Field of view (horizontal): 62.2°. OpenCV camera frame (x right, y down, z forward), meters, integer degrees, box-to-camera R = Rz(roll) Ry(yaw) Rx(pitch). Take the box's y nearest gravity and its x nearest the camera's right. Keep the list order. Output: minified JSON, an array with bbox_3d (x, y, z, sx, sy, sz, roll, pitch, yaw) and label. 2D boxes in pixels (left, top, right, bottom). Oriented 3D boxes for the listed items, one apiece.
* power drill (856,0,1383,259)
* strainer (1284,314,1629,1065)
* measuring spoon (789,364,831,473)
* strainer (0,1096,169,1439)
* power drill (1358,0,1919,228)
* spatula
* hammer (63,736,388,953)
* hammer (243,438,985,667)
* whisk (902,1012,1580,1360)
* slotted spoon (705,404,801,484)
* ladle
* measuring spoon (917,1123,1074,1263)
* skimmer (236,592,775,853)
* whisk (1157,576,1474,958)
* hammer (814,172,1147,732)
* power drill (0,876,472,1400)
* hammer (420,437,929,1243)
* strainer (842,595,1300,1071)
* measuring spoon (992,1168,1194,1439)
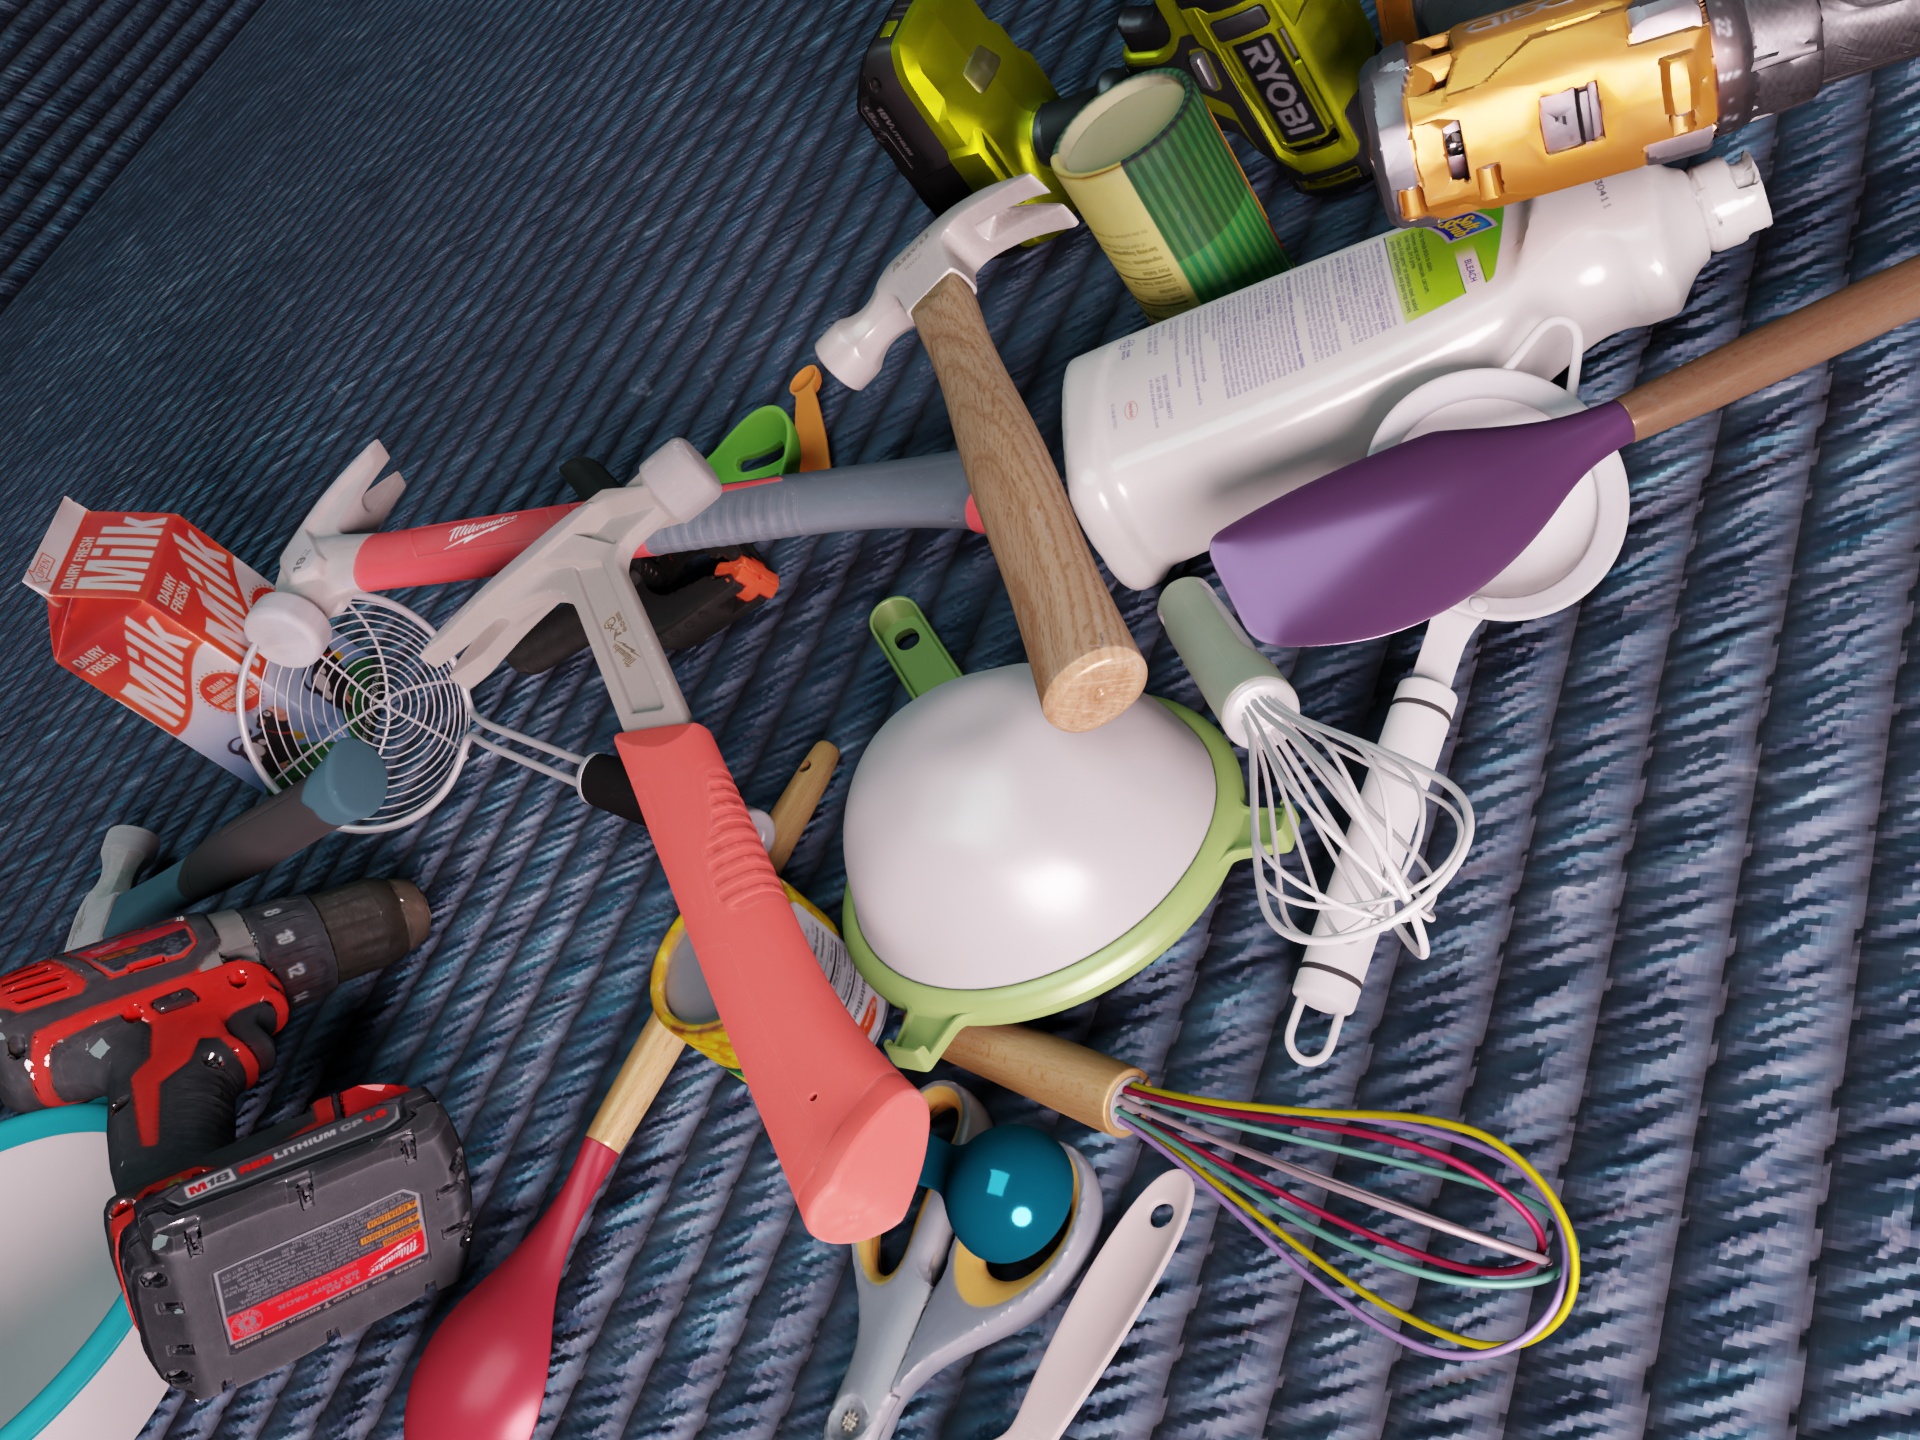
[{"bbox_3d":[0.068,-0.300,0.719,0.223,0.171,0.080,-2,55,42],"label":"power drill"},{"bbox_3d":[0.148,-0.013,0.506,0.087,0.050,0.258,22,73,4],"label":"strainer"},{"bbox_3d":[-0.075,-0.145,0.826,0.021,0.011,0.117,-31,45,22],"label":"measuring spoon"},{"bbox_3d":[-0.382,0.231,0.703,0.211,0.095,0.341,-3,35,23],"label":"strainer"},{"bbox_3d":[0.238,-0.261,0.573,0.185,0.084,0.226,-11,34,21],"label":"power drill"},{"bbox_3d":[0.229,-0.101,0.490,0.316,0.018,0.060,-25,66,4],"label":"spatula"},{"bbox_3d":[-0.389,0.076,0.824,0.331,0.033,0.128,-24,50,39],"label":"hammer"},{"bbox_3d":[-0.147,-0.102,0.751,0.386,0.038,0.143,-5,45,17],"label":"hammer"},{"bbox_3d":[0.066,0.114,0.462,0.051,0.047,0.245,-29,25,-34],"label":"whisk"},{"bbox_3d":[-0.197,-0.115,0.884,0.314,0.031,0.070,-6,70,38],"label":"slotted spoon"},{"bbox_3d":[-0.122,0.139,0.607,0.069,0.031,0.315,5,58,42],"label":"ladle"},{"bbox_3d":[-0.022,0.133,0.504,0.129,0.021,0.042,9,61,40],"label":"measuring spoon"},{"bbox_3d":[-0.225,0.018,0.734,0.363,0.090,0.127,14,102,46],"label":"skimmer"},{"bbox_3d":[0.095,0.000,0.489,0.059,0.057,0.246,-35,21,9],"label":"whisk"},{"bbox_3d":[0.014,-0.112,0.607,0.130,0.031,0.332,-42,36,20],"label":"hammer"},{"bbox_3d":[-0.280,0.145,0.656,0.188,0.080,0.227,-19,35,-35],"label":"power drill"},{"bbox_3d":[-0.105,0.034,0.570,0.149,0.036,0.359,-39,46,7],"label":"hammer"},{"bbox_3d":[-0.001,-0.002,0.582,0.151,0.069,0.257,-31,36,-1],"label":"strainer"},{"bbox_3d":[0.036,0.184,0.452,0.034,0.018,0.124,12,58,44],"label":"measuring spoon"}]
